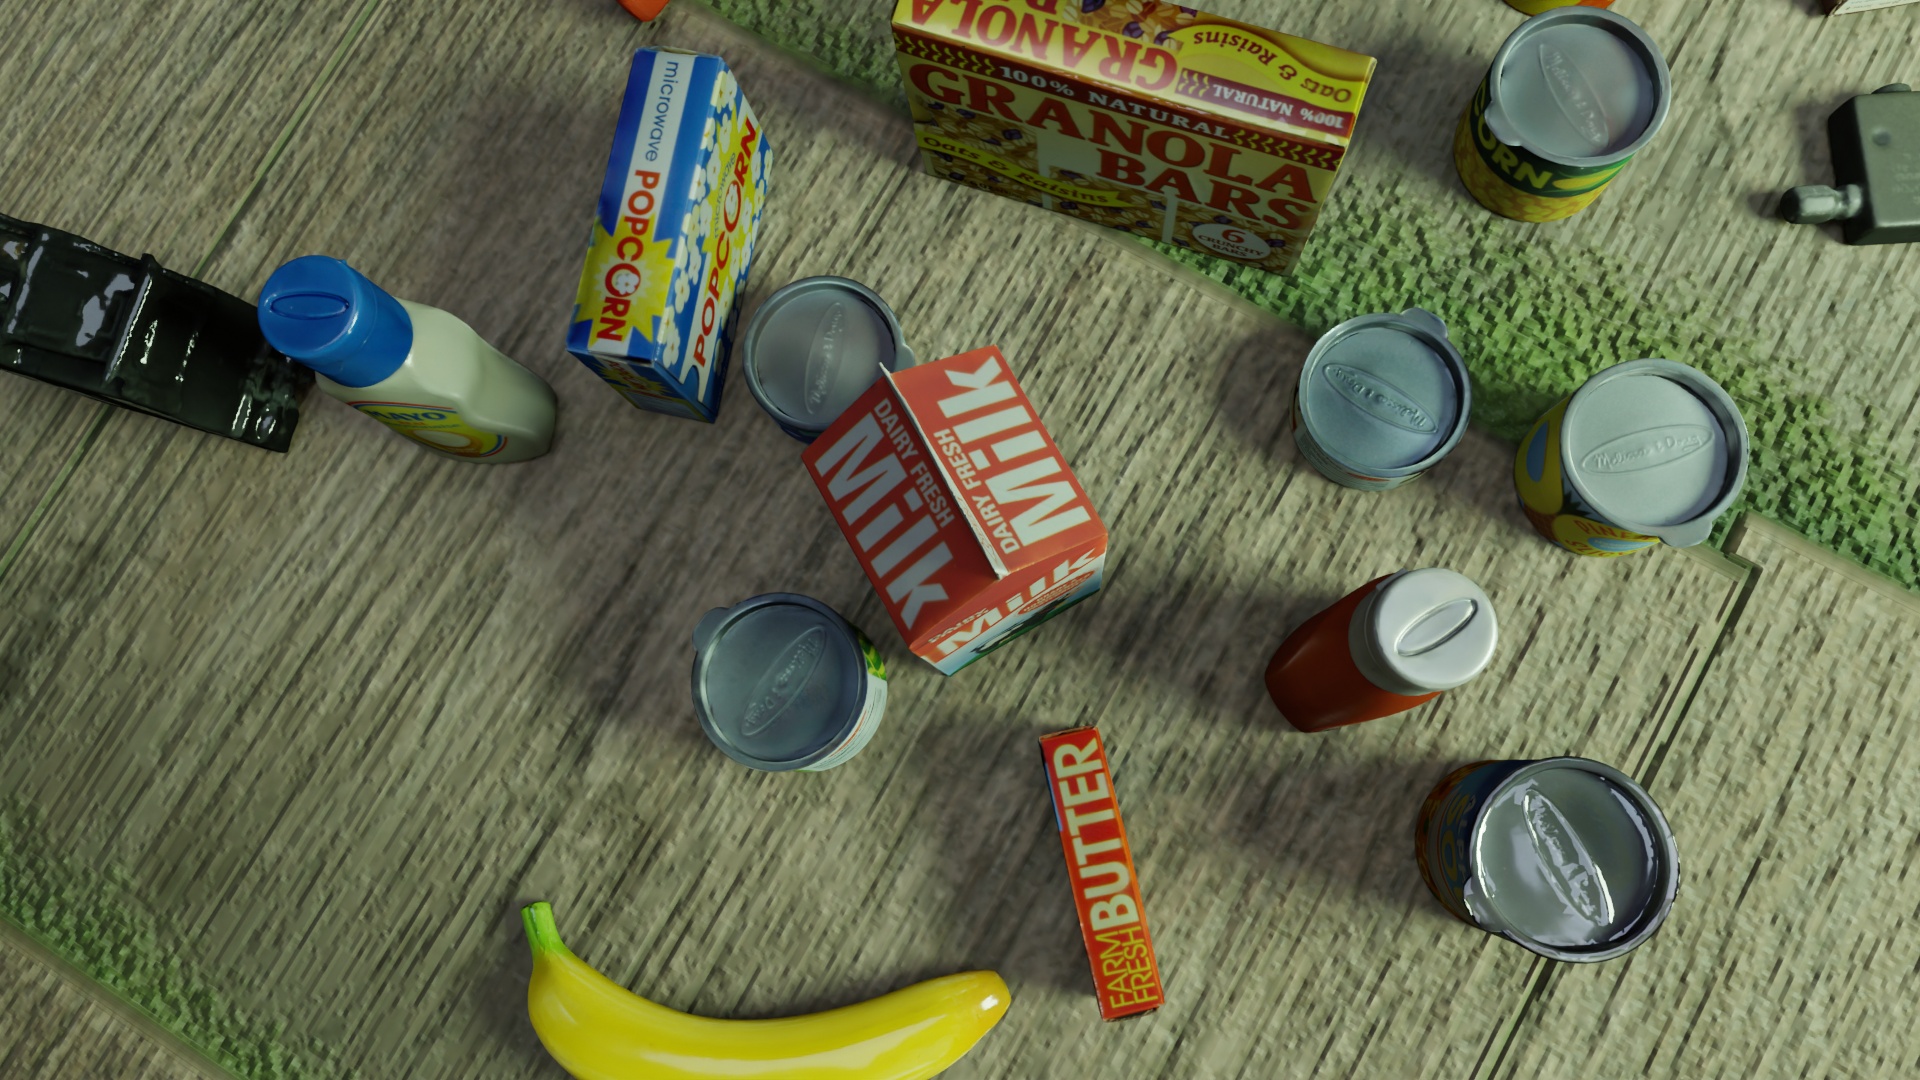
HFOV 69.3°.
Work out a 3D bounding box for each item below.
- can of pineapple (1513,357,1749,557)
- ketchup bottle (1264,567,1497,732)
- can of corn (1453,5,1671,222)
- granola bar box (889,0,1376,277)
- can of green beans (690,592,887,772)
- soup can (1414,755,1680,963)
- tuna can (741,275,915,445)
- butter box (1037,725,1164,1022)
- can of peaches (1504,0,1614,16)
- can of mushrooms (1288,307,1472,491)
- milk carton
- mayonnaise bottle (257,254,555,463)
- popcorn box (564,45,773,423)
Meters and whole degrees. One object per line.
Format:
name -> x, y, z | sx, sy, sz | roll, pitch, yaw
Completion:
can of pineapple -> 0.252, -0.028, 0.527 | 0.071, 0.058, 0.071 | -1, 80, 5
ketchup bottle -> 0.144, 0.037, 0.478 | 0.065, 0.148, 0.043 | -33, 79, -1
can of corn -> 0.235, -0.166, 0.554 | 0.071, 0.058, 0.071 | -1, 80, 5
granola bar box -> 0.062, -0.160, 0.533 | 0.166, 0.124, 0.039 | 18, 82, 8
can of green beans -> -0.064, 0.056, 0.538 | 0.071, 0.057, 0.071 | -1, 80, 5
soup can -> 0.201, 0.111, 0.492 | 0.071, 0.083, 0.071 | -1, 80, 5
tuna can -> -0.052, -0.072, 0.573 | 0.071, 0.033, 0.071 | -1, 80, 5
butter box -> 0.052, 0.122, 0.519 | 0.024, 0.053, 0.103 | -13, 79, 3
can of peaches -> 0.256, -0.256, 0.568 | 0.071, 0.058, 0.071 | -1, 80, 5
can of mushrooms -> 0.167, -0.056, 0.552 | 0.071, 0.033, 0.071 | -1, 80, 5
milk carton -> 0.002, -0.006, 0.476 | 0.073, 0.190, 0.072 | -30, 79, -1
mayonnaise bottle -> -0.208, -0.064, 0.526 | 0.065, 0.148, 0.041 | 2, 81, 5
popcorn box -> -0.114, -0.120, 0.560 | 0.038, 0.085, 0.127 | 9, 81, 6
